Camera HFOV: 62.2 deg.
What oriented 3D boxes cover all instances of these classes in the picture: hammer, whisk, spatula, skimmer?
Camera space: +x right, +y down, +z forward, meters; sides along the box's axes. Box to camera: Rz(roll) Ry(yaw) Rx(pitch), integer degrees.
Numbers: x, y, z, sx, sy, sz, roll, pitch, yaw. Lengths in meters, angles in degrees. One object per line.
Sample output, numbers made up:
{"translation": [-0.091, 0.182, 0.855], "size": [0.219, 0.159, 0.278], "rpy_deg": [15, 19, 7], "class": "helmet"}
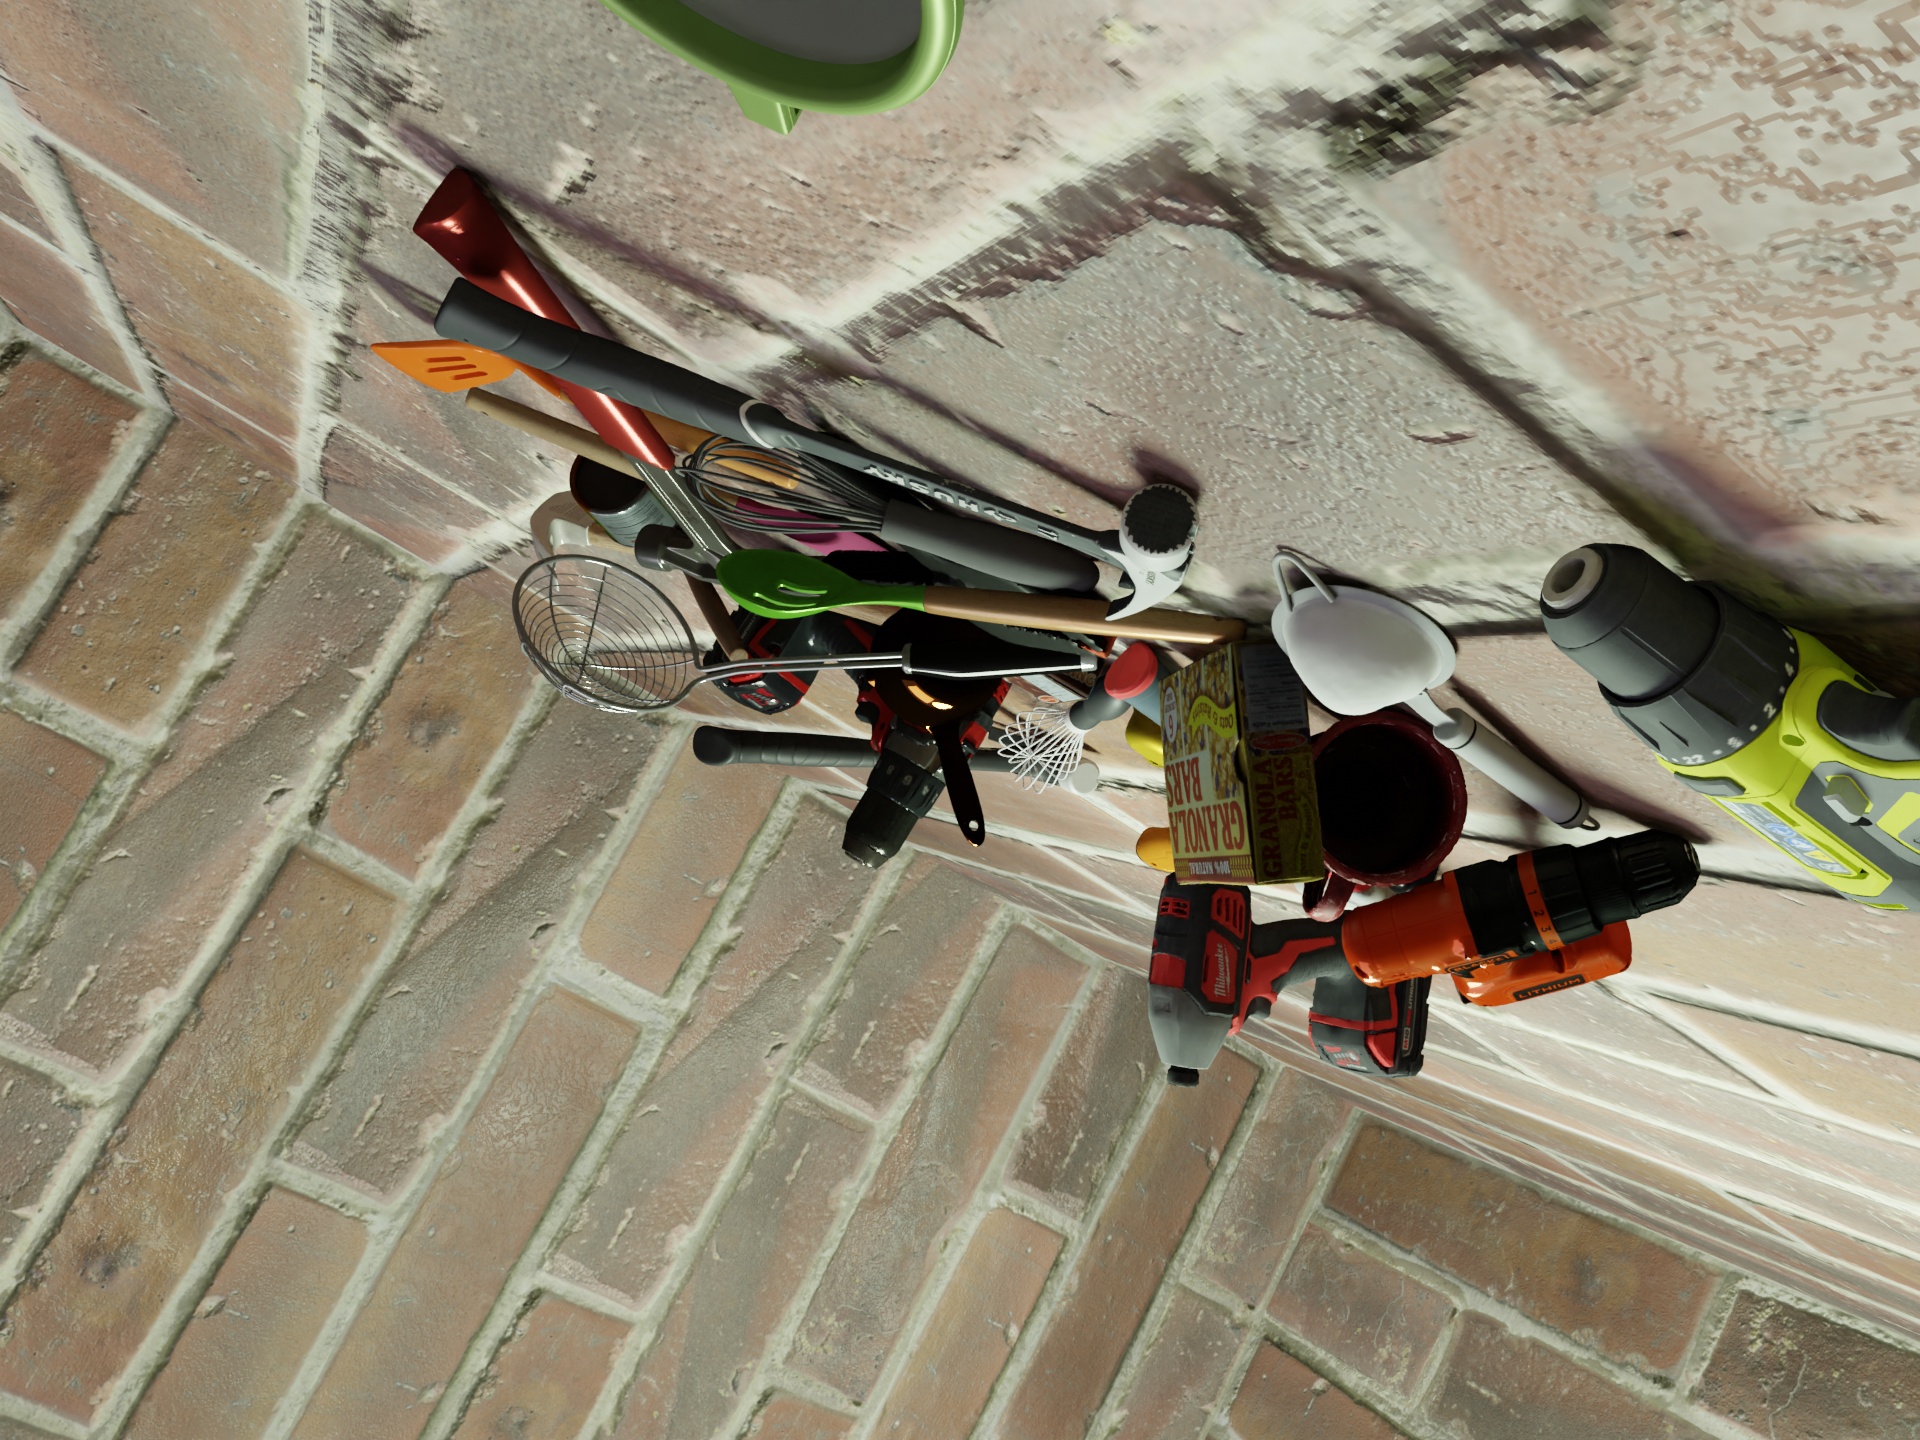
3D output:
{"translation": [0.188, 0.082, 1.095], "size": [0.127, 0.034, 0.337], "rpy_deg": [28, 169, -10], "class": "hammer"}
{"translation": [0.081, 0.002, 1.176], "size": [0.070, 0.070, 0.284], "rpy_deg": [29, 165, -4], "class": "whisk"}
{"translation": [-0.079, -0.142, 0.799], "size": [0.409, 0.036, 0.149], "rpy_deg": [21, 171, 8], "class": "hammer"}
{"translation": [-0.245, -0.203, 1.051], "size": [0.323, 0.041, 0.081], "rpy_deg": [24, 177, 21], "class": "spatula"}
{"translation": [0.222, 0.056, 1.085], "size": [0.143, 0.038, 0.385], "rpy_deg": [17, 165, 44], "class": "hammer"}
{"translation": [-0.039, -0.109, 0.869], "size": [0.239, 0.055, 0.055], "rpy_deg": [16, 170, 0], "class": "whisk"}
{"translation": [-0.097, -0.059, 1.009], "size": [0.363, 0.127, 0.090], "rpy_deg": [-2, 132, 6], "class": "skimmer"}
{"translation": [-0.176, -0.116, 1.179], "size": [0.331, 0.130, 0.031], "rpy_deg": [17, 132, 21], "class": "hammer"}
{"translation": [-0.202, -0.105, 1.243], "size": [0.059, 0.018, 0.316], "rpy_deg": [32, -171, -28], "class": "spatula"}
{"translation": [-0.060, 0.027, 1.331], "size": [0.334, 0.035, 0.146], "rpy_deg": [4, -171, -28], "class": "hammer"}
{"translation": [-0.197, -0.180, 0.939], "size": [0.149, 0.037, 0.358], "rpy_deg": [10, 157, 23], "class": "hammer"}

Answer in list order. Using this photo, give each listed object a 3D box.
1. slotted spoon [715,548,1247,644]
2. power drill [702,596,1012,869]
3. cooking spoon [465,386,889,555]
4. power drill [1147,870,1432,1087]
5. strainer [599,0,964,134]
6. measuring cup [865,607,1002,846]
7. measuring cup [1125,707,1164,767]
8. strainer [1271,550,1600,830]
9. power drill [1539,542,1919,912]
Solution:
{"translation": [0.005, -0.064, 0.892], "size": [0.314, 0.070, 0.031], "rpy_deg": [8, 121, 22], "class": "slotted spoon"}
{"translation": [-0.086, -0.009, 1.189], "size": [0.227, 0.188, 0.080], "rpy_deg": [27, 173, 32], "class": "power drill"}
{"translation": [-0.175, -0.154, 1.064], "size": [0.318, 0.017, 0.069], "rpy_deg": [22, 172, -11], "class": "cooking spoon"}
{"translation": [0.223, 0.188, 1.105], "size": [0.219, 0.143, 0.078], "rpy_deg": [13, 171, -31], "class": "power drill"}
{"translation": [-0.021, -0.206, 0.312], "size": [0.151, 0.069, 0.256], "rpy_deg": [38, 166, -34], "class": "strainer"}
{"translation": [-0.002, -0.003, 1.071], "size": [0.095, 0.174, 0.052], "rpy_deg": [-10, 167, -27], "class": "measuring cup"}
{"translation": [0.144, 0.025, 1.165], "size": [0.062, 0.029, 0.156], "rpy_deg": [27, 169, 8], "class": "measuring cup"}
{"translation": [0.235, 0.002, 0.770], "size": [0.258, 0.050, 0.087], "rpy_deg": [30, 156, -29], "class": "strainer"}
{"translation": [0.303, 0.004, 0.476], "size": [0.190, 0.080, 0.228], "rpy_deg": [32, 173, -19], "class": "power drill"}
